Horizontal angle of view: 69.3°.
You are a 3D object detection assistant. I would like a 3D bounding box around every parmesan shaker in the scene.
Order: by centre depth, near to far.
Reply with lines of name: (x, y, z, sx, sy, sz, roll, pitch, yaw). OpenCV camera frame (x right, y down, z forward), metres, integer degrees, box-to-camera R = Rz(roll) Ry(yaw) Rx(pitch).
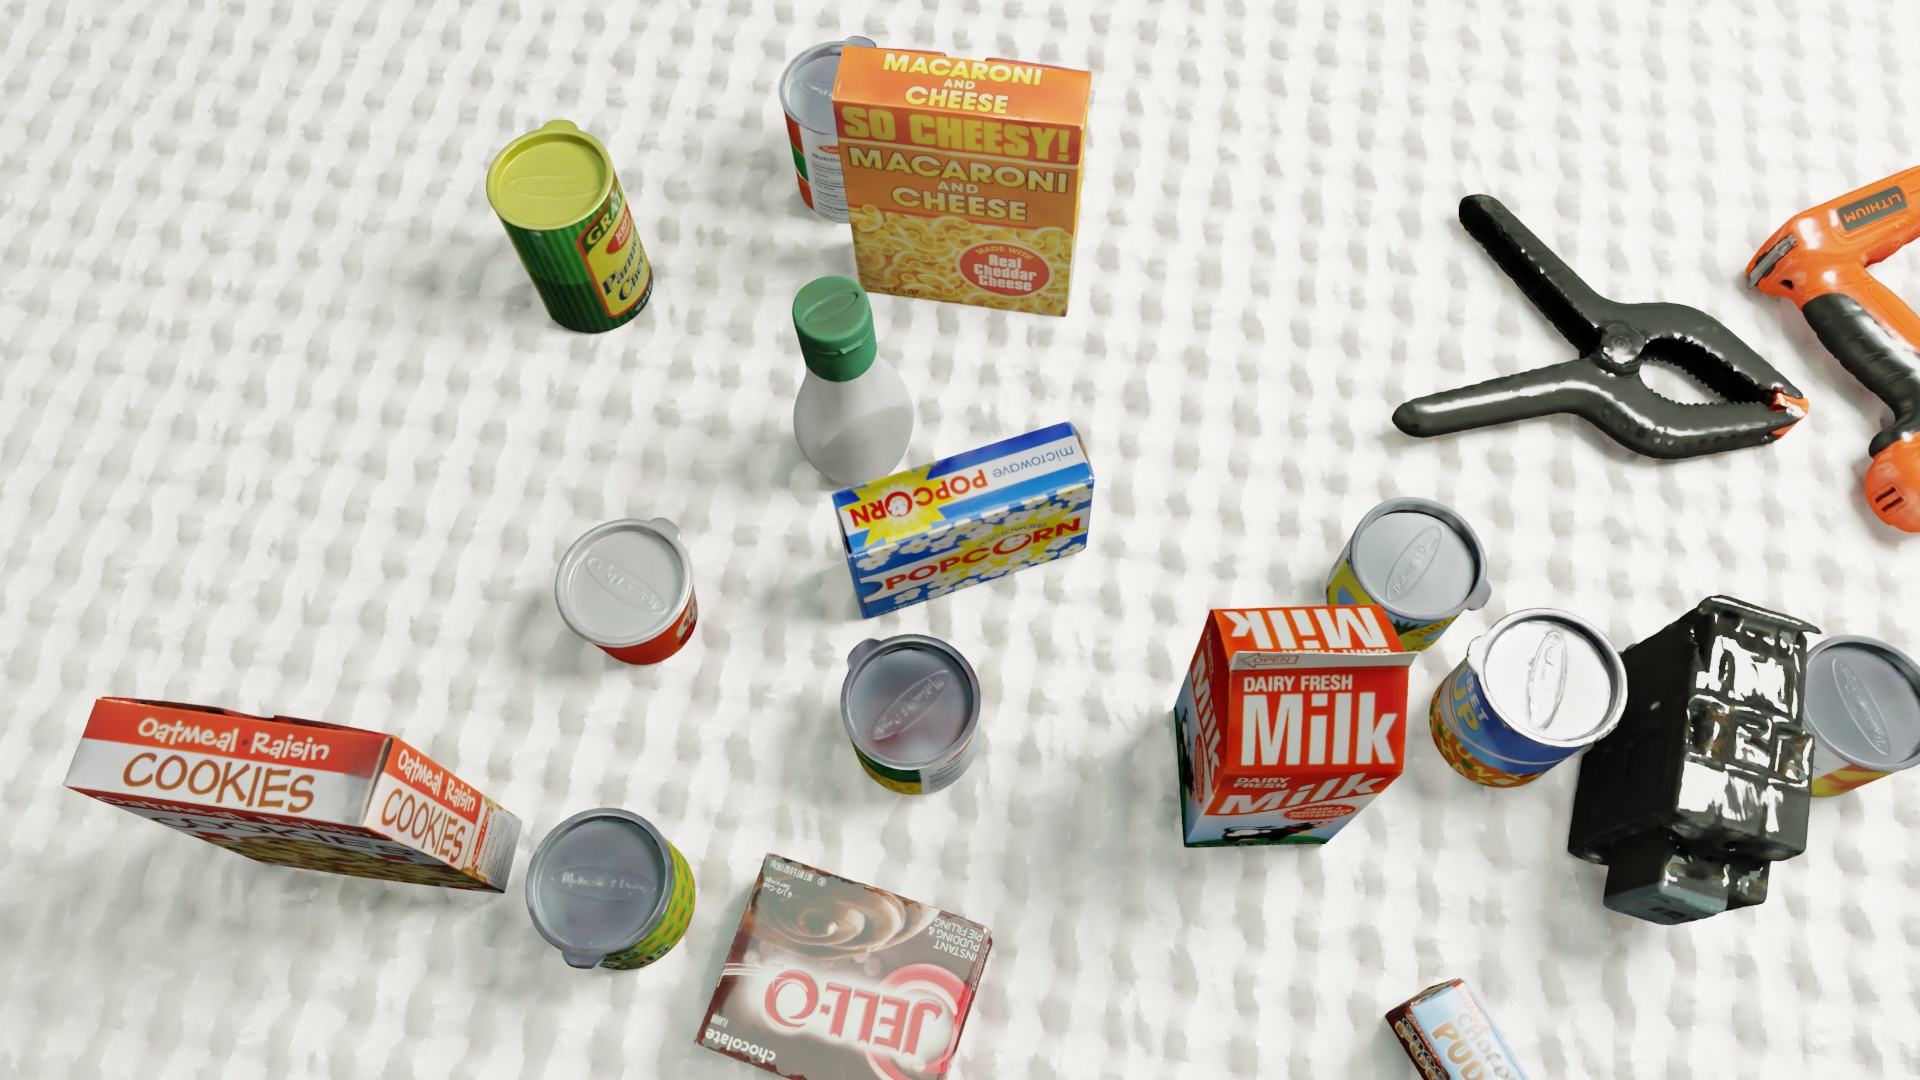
parmesan shaker: (-0.212, -0.171, 0.769, 0.071, 0.102, 0.071, 0, 67, 1)

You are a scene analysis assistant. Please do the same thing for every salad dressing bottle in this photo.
salad dressing bottle: (-0.057, -0.078, 0.701, 0.064, 0.147, 0.044, -28, 69, -10)

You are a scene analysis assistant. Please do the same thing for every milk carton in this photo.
milk carton: (0.140, 0.080, 0.604, 0.072, 0.189, 0.074, -1, 67, 1)

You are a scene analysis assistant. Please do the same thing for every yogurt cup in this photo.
yogurt cup: (-0.166, 0.030, 0.707, 0.072, 0.053, 0.072, 0, 66, 1)

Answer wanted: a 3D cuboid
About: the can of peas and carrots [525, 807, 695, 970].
can of peas and carrots: (-0.161, 0.165, 0.644, 0.071, 0.058, 0.071, 0, 66, 1)

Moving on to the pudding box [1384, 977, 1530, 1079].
pudding box: (0.227, 0.238, 0.610, 0.030, 0.049, 0.084, -26, 68, -9)

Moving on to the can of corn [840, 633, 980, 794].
can of corn: (-0.025, 0.084, 0.678, 0.071, 0.058, 0.071, 0, 66, 1)

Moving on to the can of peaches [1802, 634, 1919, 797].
can of peaches: (0.424, 0.085, 0.669, 0.071, 0.058, 0.071, 0, 66, 1)

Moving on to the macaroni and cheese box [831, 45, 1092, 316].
macaroni and cheese box: (0.002, -0.186, 0.737, 0.124, 0.165, 0.040, 8, 67, 5)

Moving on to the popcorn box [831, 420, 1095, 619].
popcorn box: (0.003, -0.009, 0.703, 0.127, 0.085, 0.038, -18, 67, -6)

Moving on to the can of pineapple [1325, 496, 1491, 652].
can of pineapple: (0.224, 0.021, 0.701, 0.071, 0.057, 0.071, 0, 66, 1)

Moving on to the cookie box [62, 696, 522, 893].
cookie box: (-0.280, 0.115, 0.609, 0.123, 0.166, 0.040, 6, 67, 4)

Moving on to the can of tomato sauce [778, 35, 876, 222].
can of tomato sauce: (-0.067, -0.237, 0.807, 0.071, 0.082, 0.071, 0, 67, 1)

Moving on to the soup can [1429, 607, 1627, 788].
soup can: (0.265, 0.076, 0.662, 0.071, 0.083, 0.071, 0, 67, 1)
